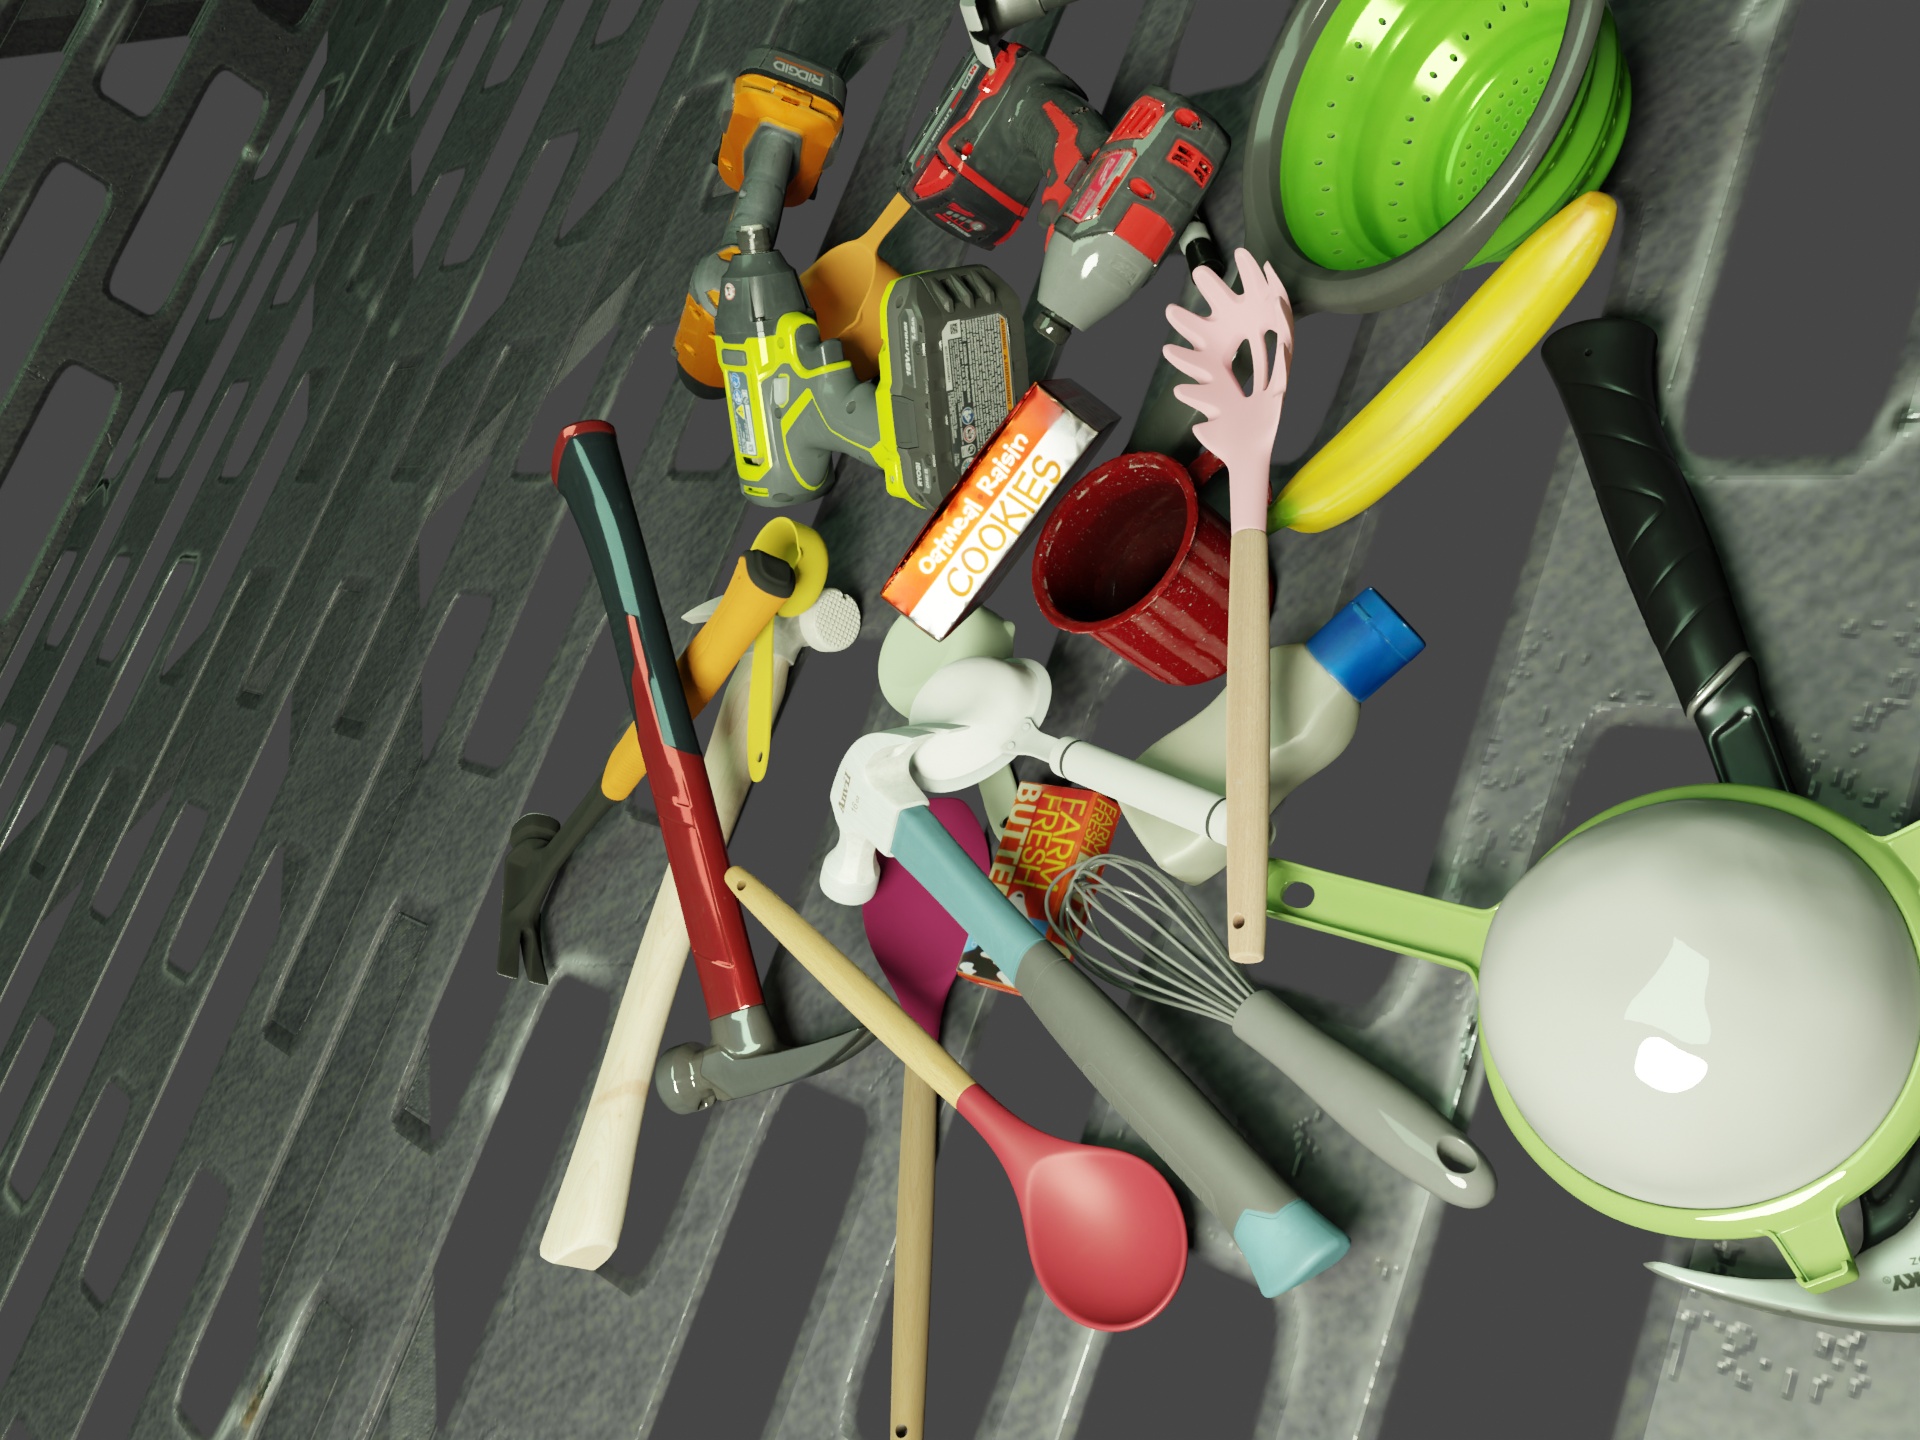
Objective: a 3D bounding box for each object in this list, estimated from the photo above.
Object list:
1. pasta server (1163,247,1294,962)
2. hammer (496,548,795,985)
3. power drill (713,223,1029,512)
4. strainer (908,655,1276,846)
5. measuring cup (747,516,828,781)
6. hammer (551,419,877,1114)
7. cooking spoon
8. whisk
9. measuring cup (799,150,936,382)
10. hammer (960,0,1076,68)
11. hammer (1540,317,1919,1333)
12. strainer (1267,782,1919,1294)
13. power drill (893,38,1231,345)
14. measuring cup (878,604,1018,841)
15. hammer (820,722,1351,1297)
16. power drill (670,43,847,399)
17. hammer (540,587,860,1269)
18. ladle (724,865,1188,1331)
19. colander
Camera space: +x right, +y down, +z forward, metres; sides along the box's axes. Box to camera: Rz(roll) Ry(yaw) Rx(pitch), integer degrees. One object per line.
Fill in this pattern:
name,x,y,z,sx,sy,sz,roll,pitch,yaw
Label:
pasta server,0.116,-0.056,0.665,0.060,0.040,0.316,-15,60,39
hammer,-0.197,0.024,0.964,0.336,0.034,0.127,-47,35,33
power drill,-0.064,-0.207,0.946,0.223,0.080,0.171,17,121,45
strainer,0.045,0.013,0.731,0.259,0.050,0.087,22,68,48
measuring cup,-0.103,-0.040,0.922,0.062,0.029,0.156,-10,73,50
hammer,-0.148,0.009,0.867,0.143,0.038,0.386,-23,77,30
cooking spoon,-0.020,0.184,0.767,0.069,0.017,0.319,-6,62,15
whisk,0.118,0.122,0.650,0.239,0.055,0.055,35,93,45
measuring cup,-0.045,-0.298,1.049,0.173,0.052,0.095,-51,42,7
hammer,0.154,-0.436,0.877,0.335,0.035,0.146,-7,35,25
hammer,0.274,0.008,0.571,0.149,0.036,0.409,-28,50,32
strainer,0.187,0.074,0.542,0.256,0.069,0.151,12,77,48
power drill,0.052,-0.309,0.925,0.143,0.078,0.220,-57,39,13
measuring cup,-0.001,-0.003,0.842,0.083,0.038,0.168,-39,43,22
hammer,0.039,0.115,0.684,0.331,0.033,0.128,44,133,39
power drill,-0.153,-0.344,1.141,0.164,0.084,0.227,140,144,-67
hammer,-0.173,0.112,0.949,0.146,0.038,0.411,0,68,46
ladle,-0.015,0.157,0.727,0.316,0.031,0.069,37,85,35
colander,0.189,-0.215,0.757,0.397,0.094,0.205,-56,36,32
